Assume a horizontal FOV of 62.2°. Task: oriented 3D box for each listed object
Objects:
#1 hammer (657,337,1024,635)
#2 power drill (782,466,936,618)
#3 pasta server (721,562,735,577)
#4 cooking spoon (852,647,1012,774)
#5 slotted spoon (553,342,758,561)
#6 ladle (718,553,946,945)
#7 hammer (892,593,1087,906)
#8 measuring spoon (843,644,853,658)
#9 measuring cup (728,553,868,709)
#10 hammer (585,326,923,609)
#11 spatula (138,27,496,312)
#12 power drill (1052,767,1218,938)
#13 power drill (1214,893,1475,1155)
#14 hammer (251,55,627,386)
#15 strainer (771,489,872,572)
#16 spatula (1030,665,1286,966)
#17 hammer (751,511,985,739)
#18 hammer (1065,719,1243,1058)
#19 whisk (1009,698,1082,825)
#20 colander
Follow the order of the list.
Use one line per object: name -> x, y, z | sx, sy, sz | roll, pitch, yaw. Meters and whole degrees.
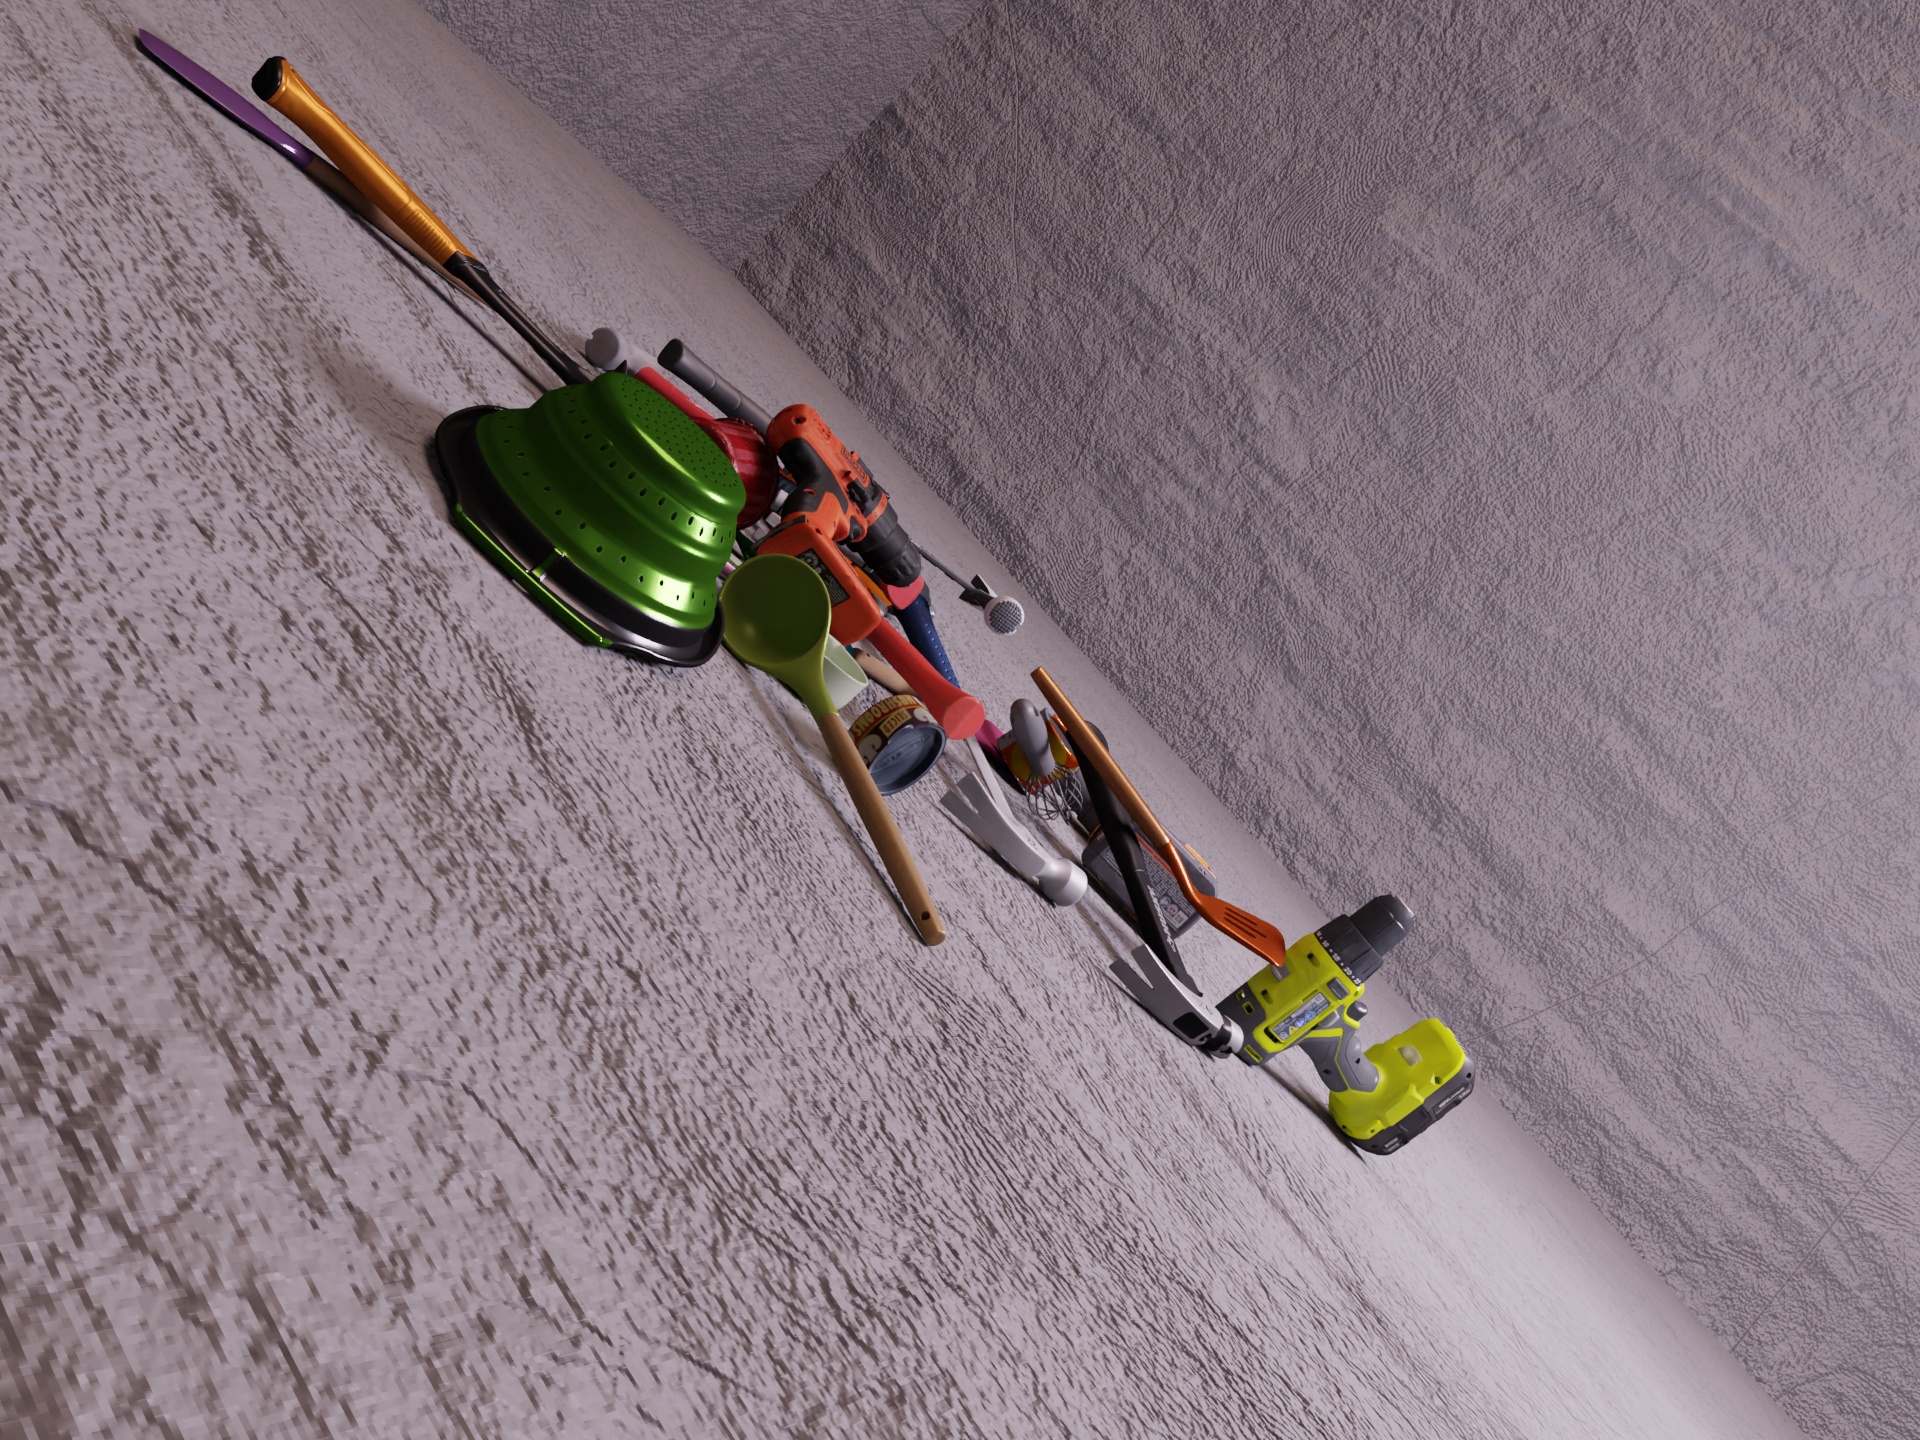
hammer -> -0.112, -0.220, 1.497 | 0.408, 0.036, 0.149 | 37, 4, -14
power drill -> -0.107, -0.200, 1.736 | 0.164, 0.084, 0.227 | 39, 15, -38
pasta server -> -0.195, -0.139, 1.188 | 0.060, 0.040, 0.315 | 38, 2, 43
cooking spoon -> -0.011, -0.003, 1.474 | 0.318, 0.017, 0.069 | 34, 25, -53
slotted spoon -> -0.240, -0.210, 1.331 | 0.314, 0.031, 0.070 | 44, -5, 2
ladle -> -0.078, 0.011, 0.999 | 0.321, 0.078, 0.062 | 60, -4, 39
hammer -> -0.002, -0.004, 1.372 | 0.144, 0.035, 0.406 | 41, 14, -34
measuring spoon -> -0.107, -0.058, 1.268 | 0.042, 0.021, 0.128 | 46, 7, 2
measuring cup -> -0.139, -0.071, 1.144 | 0.167, 0.038, 0.083 | 43, 9, 0
hammer -> -0.187, -0.237, 1.522 | 0.386, 0.038, 0.143 | 40, 7, 9
spatula -> -0.467, -0.404, 1.193 | 0.315, 0.018, 0.060 | 35, 14, -44
power drill -> 0.162, 0.117, 1.541 | 0.185, 0.084, 0.226 | 46, 4, 0
power drill -> 0.358, 0.268, 1.411 | 0.228, 0.190, 0.080 | 46, 9, -29
hammer -> -0.391, -0.363, 1.210 | 0.336, 0.034, 0.127 | 45, 18, -18
strainer -> -0.165, -0.200, 1.401 | 0.258, 0.050, 0.087 | 33, 6, -12
spatula -> 0.167, 0.081, 1.358 | 0.322, 0.041, 0.081 | 53, 18, -3
hammer -> -0.071, -0.076, 1.337 | 0.149, 0.036, 0.359 | 38, 4, -31
hammer -> 0.142, 0.122, 1.345 | 0.146, 0.035, 0.335 | 39, 24, -40
whisk -> 0.073, 0.035, 1.408 | 0.055, 0.055, 0.238 | 50, -7, 27
colander -> -0.191, -0.159, 1.006 | 0.204, 0.094, 0.397 | 43, 14, -11
